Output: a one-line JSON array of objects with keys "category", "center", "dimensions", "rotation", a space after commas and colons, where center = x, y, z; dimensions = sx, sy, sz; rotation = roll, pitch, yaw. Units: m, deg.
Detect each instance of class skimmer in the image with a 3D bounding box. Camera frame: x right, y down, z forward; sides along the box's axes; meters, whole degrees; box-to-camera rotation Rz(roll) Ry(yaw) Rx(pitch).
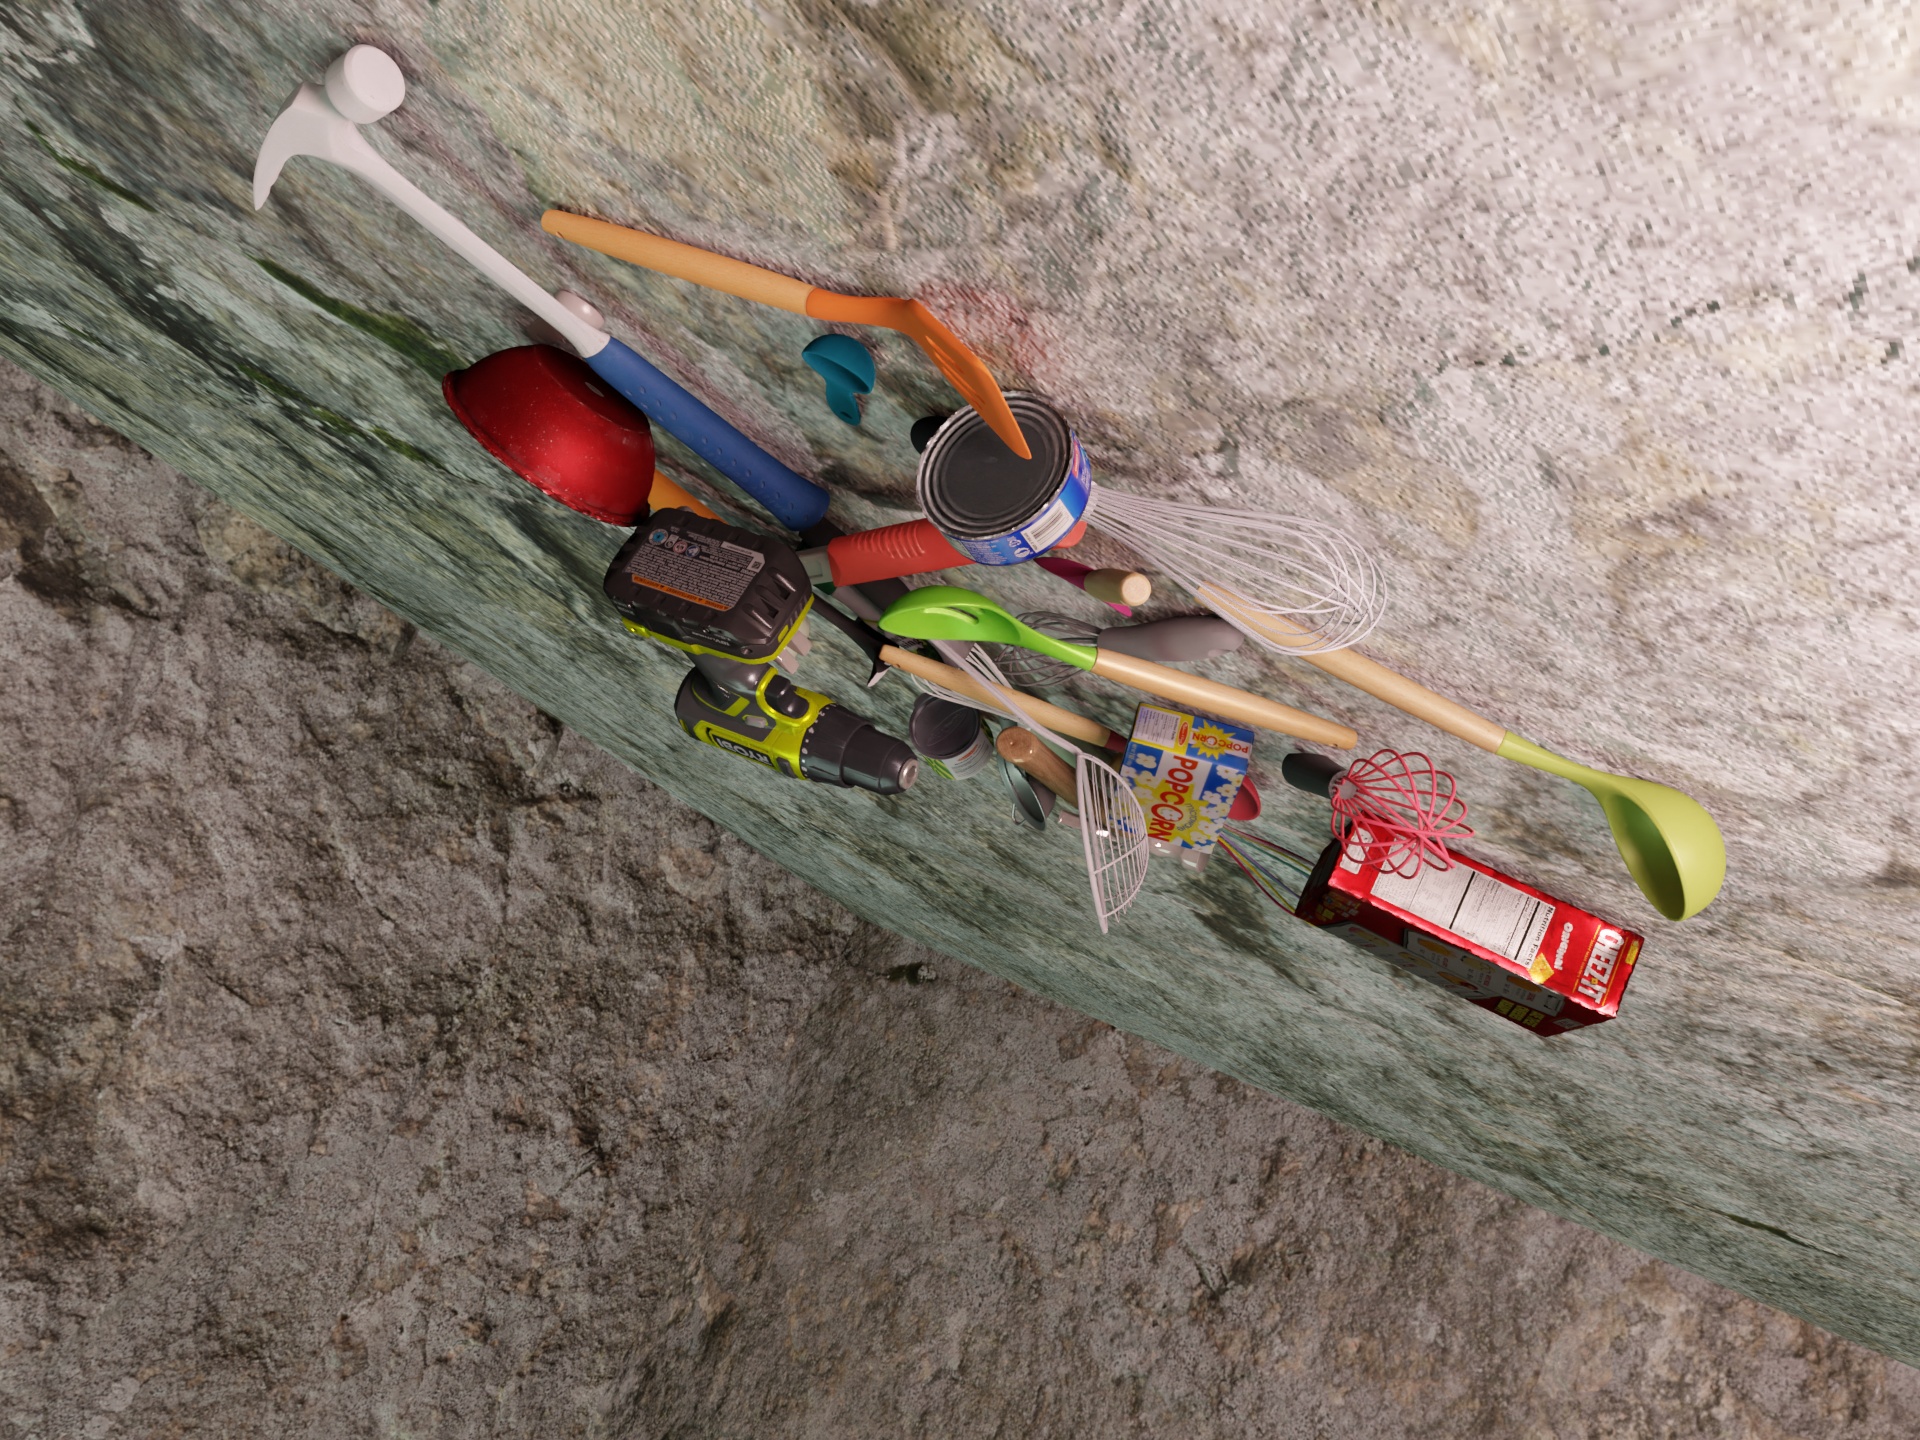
[{"category": "skimmer", "center": [-0.002, -0.004, 1.129], "dimensions": [0.363, 0.090, 0.127], "rotation": [42, -174, 4]}]

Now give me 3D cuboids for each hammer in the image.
[{"category": "hammer", "center": [-0.188, -0.142, 1.217], "dimensions": [0.336, 0.034, 0.127], "rotation": [35, -170, -14]}, {"category": "hammer", "center": [-0.052, -0.099, 1.017], "dimensions": [0.359, 0.037, 0.149], "rotation": [-3, 138, 49]}, {"category": "hammer", "center": [0.105, 0.064, 1.338], "dimensions": [0.130, 0.031, 0.331], "rotation": [17, 171, 29]}, {"category": "hammer", "center": [-0.234, -0.234, 0.968], "dimensions": [0.144, 0.035, 0.405], "rotation": [-9, 148, 40]}]

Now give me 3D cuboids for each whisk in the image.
[{"category": "whisk", "center": [0.096, -0.051, 1.027], "dimensions": [0.055, 0.055, 0.239], "rotation": [35, 161, -28]}, {"category": "whisk", "center": [0.227, 0.102, 1.341], "dimensions": [0.245, 0.047, 0.051], "rotation": [34, 167, -9]}, {"category": "whisk", "center": [0.238, 0.043, 0.962], "dimensions": [0.073, 0.073, 0.296], "rotation": [29, -176, -4]}, {"category": "whisk", "center": [0.050, -0.005, 1.304], "dimensions": [0.246, 0.058, 0.059], "rotation": [33, -158, -34]}, {"category": "whisk", "center": [0.085, -0.103, 0.819], "dimensions": [0.285, 0.070, 0.070], "rotation": [27, 168, 28]}]

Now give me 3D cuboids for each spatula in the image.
[{"category": "spatula", "center": [-0.099, -0.213, 0.812], "dimensions": [0.323, 0.041, 0.081], "rotation": [23, 167, 25]}]

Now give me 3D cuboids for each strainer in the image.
[{"category": "strainer", "center": [0.056, 0.034, 1.437], "dimensions": [0.087, 0.050, 0.258], "rotation": [54, 172, 25]}]

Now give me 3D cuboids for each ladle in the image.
[{"category": "ladle", "center": [0.086, 0.005, 1.197], "dimensions": [0.315, 0.031, 0.069], "rotation": [21, 154, -10]}, {"category": "ladle", "center": [0.268, 0.010, 0.879], "dimensions": [0.320, 0.062, 0.078], "rotation": [28, 173, 11]}]

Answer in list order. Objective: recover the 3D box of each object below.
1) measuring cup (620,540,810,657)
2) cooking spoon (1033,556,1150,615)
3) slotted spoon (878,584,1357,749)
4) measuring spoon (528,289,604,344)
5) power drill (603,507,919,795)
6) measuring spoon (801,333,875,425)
[{"category": "measuring cup", "center": [-0.189, -0.106, 1.251], "dimensions": [0.167, 0.038, 0.083], "rotation": [34, -169, -27]}, {"category": "cooking spoon", "center": [0.076, -0.073, 0.851], "dimensions": [0.068, 0.017, 0.319], "rotation": [29, -175, -3]}, {"category": "slotted spoon", "center": [0.102, -0.030, 0.964], "dimensions": [0.313, 0.031, 0.070], "rotation": [16, 162, -15]}, {"category": "measuring spoon", "center": [-0.265, -0.255, 1.039], "dimensions": [0.034, 0.018, 0.124], "rotation": [34, 166, -26]}, {"category": "power drill", "center": [-0.133, -0.033, 1.095], "dimensions": [0.191, 0.080, 0.228], "rotation": [19, 154, 24]}, {"category": "measuring spoon", "center": [-0.063, -0.191, 0.890], "dimensions": [0.042, 0.021, 0.128], "rotation": [27, 176, 0]}]
